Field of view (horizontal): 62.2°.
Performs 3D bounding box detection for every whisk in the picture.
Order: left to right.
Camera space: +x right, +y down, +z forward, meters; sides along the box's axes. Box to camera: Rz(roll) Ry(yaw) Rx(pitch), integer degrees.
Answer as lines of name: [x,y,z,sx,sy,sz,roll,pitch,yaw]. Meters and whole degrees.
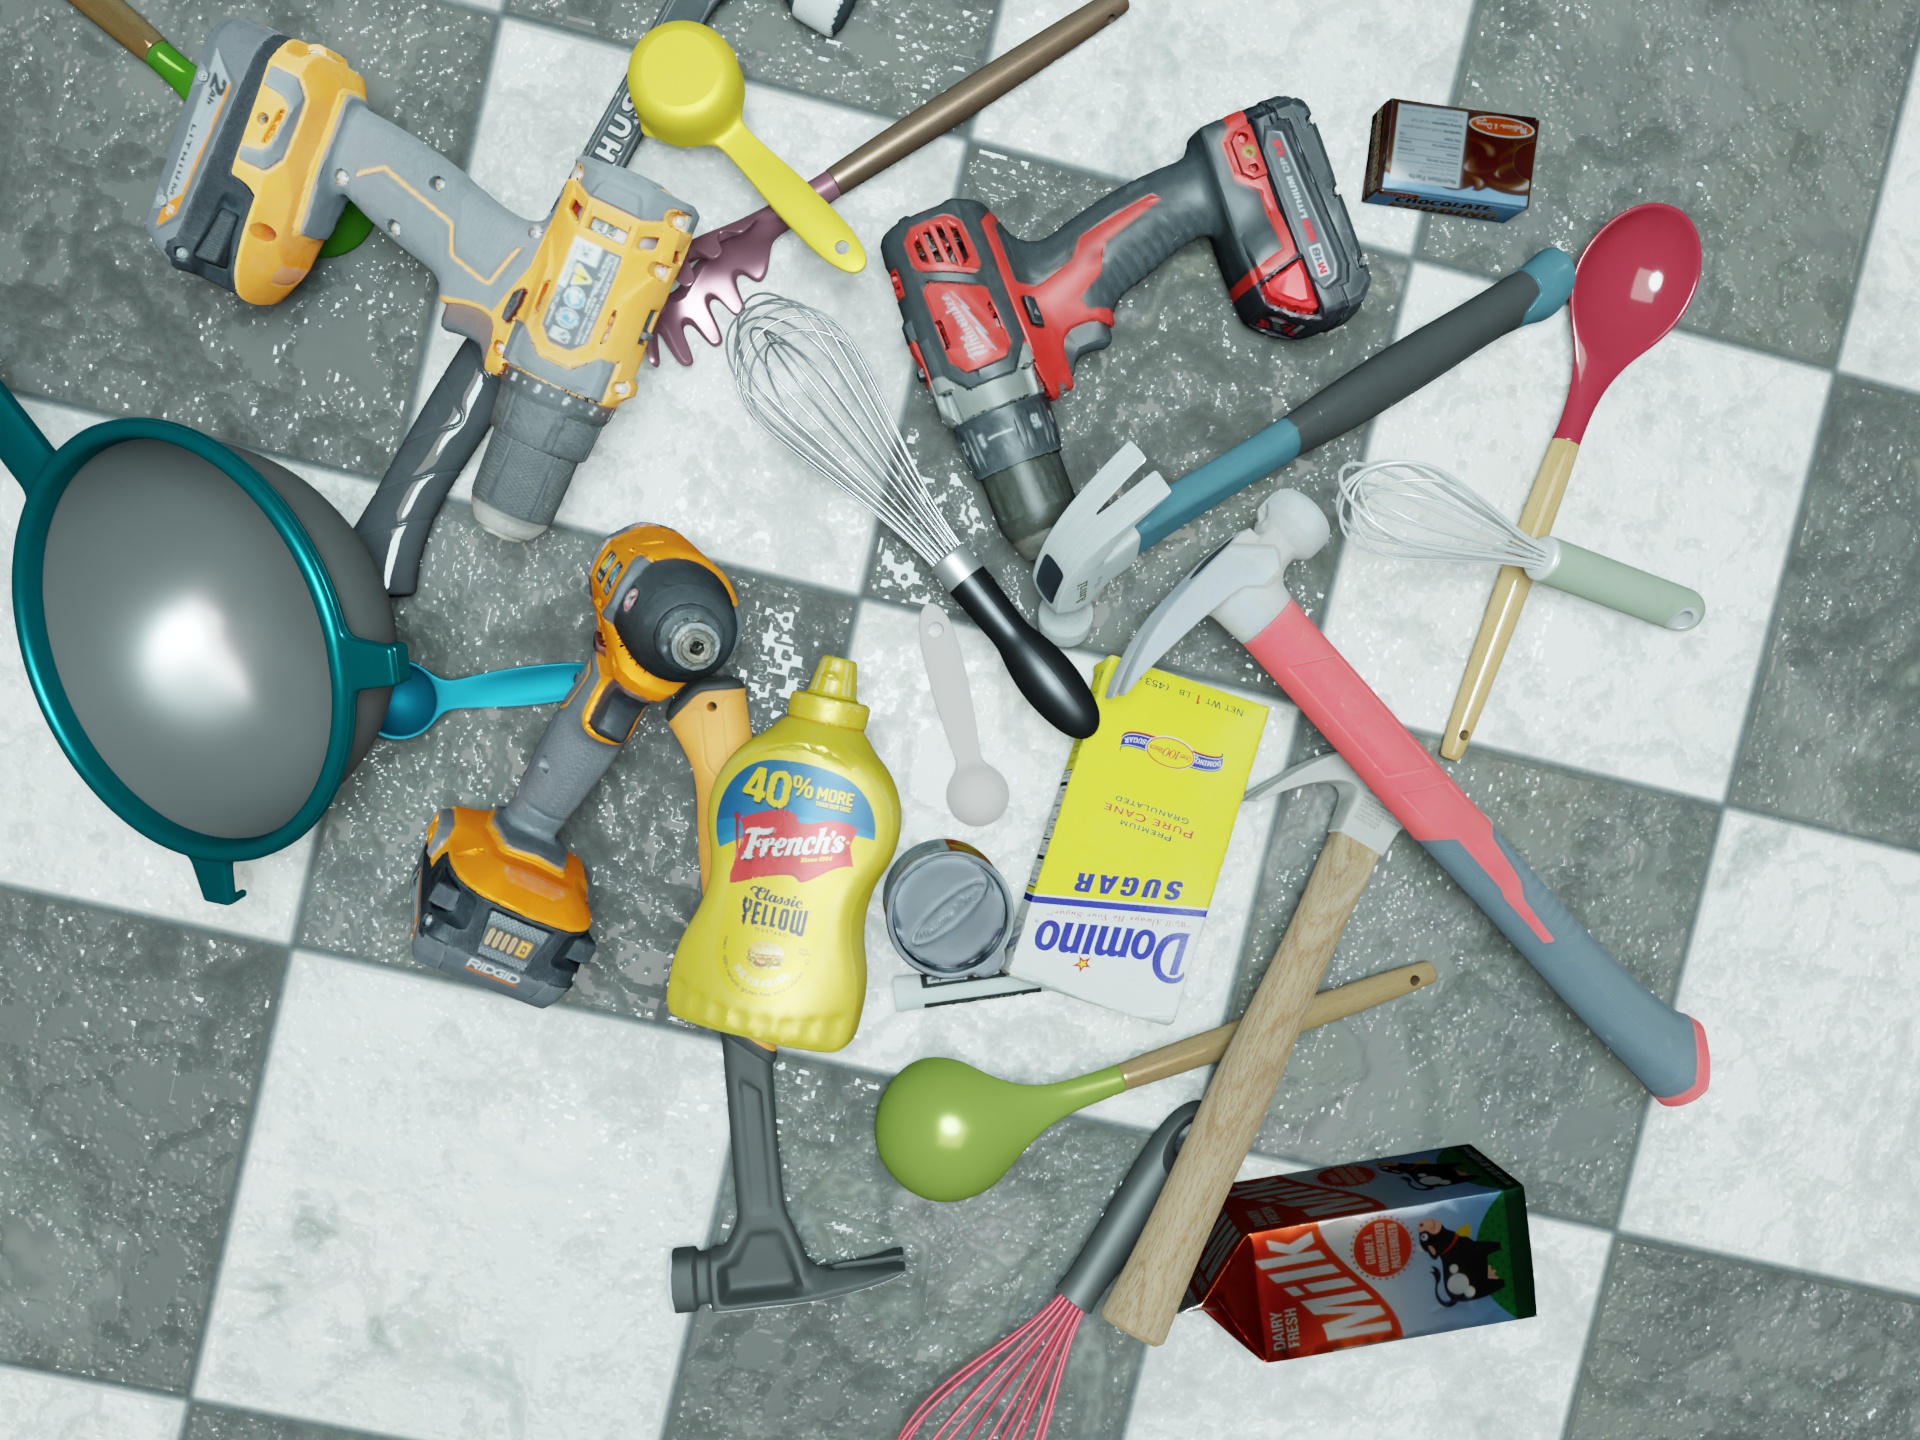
whisk: [-0.022,-0.103,0.813,0.070,0.070,0.284,-39,89,-1]
whisk: [0.050,0.329,0.858,0.073,0.073,0.296,37,83,-5]
whisk: [0.298,-0.088,0.834,0.246,0.059,0.057,15,133,-23]

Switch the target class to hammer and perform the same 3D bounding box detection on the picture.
hammer: [-0.215,-0.242,0.816,0.149,0.036,0.409,30,91,-4]
hammer: [-0.107,0.144,0.844,0.127,0.034,0.337,-6,93,-3]
hammer: [0.158,0.164,0.834,0.130,0.031,0.331,29,79,-7]
hammer: [0.181,-0.152,0.825,0.331,0.128,0.033,-32,71,-10]
hammer: [0.246,0.068,0.826,0.143,0.038,0.386,-44,97,-12]

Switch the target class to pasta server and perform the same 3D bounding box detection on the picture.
pasta server: [-0.039,-0.288,0.826,0.316,0.060,0.040,-34,73,-5]

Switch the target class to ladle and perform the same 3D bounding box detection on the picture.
ladle: [0.108,0.183,0.866,0.320,0.062,0.078,-16,92,-10]
ladle: [0.323,-0.127,0.867,0.069,0.031,0.315,19,93,-9]

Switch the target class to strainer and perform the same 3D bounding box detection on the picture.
strainer: [-0.389,-0.092,0.780,0.340,0.095,0.211,49,119,6]

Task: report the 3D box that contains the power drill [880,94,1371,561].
power drill: [0.090,-0.202,0.822,0.226,0.080,0.188,-21,94,0]

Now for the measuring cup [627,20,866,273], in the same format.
measuring cup: [-0.102,-0.280,0.779,0.062,0.029,0.156,-44,86,-2]

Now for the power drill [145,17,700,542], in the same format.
power drill: [-0.260,-0.206,0.761,0.226,0.084,0.185,24,101,-4]

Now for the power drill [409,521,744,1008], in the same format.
power drill: [-0.180,0.018,0.766,0.084,0.164,0.226,28,94,-24]

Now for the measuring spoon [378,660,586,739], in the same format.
measuring spoon: [-0.250,-0.017,0.838,0.128,0.021,0.042,-7,102,-13]

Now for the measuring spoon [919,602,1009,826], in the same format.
measuring spoon: [-0.001,-0.003,0.853,0.034,0.018,0.124,-15,93,-3]

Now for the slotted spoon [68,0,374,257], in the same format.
slotted spoon: [-0.426,-0.352,0.799,0.313,0.031,0.070,41,94,-4]
